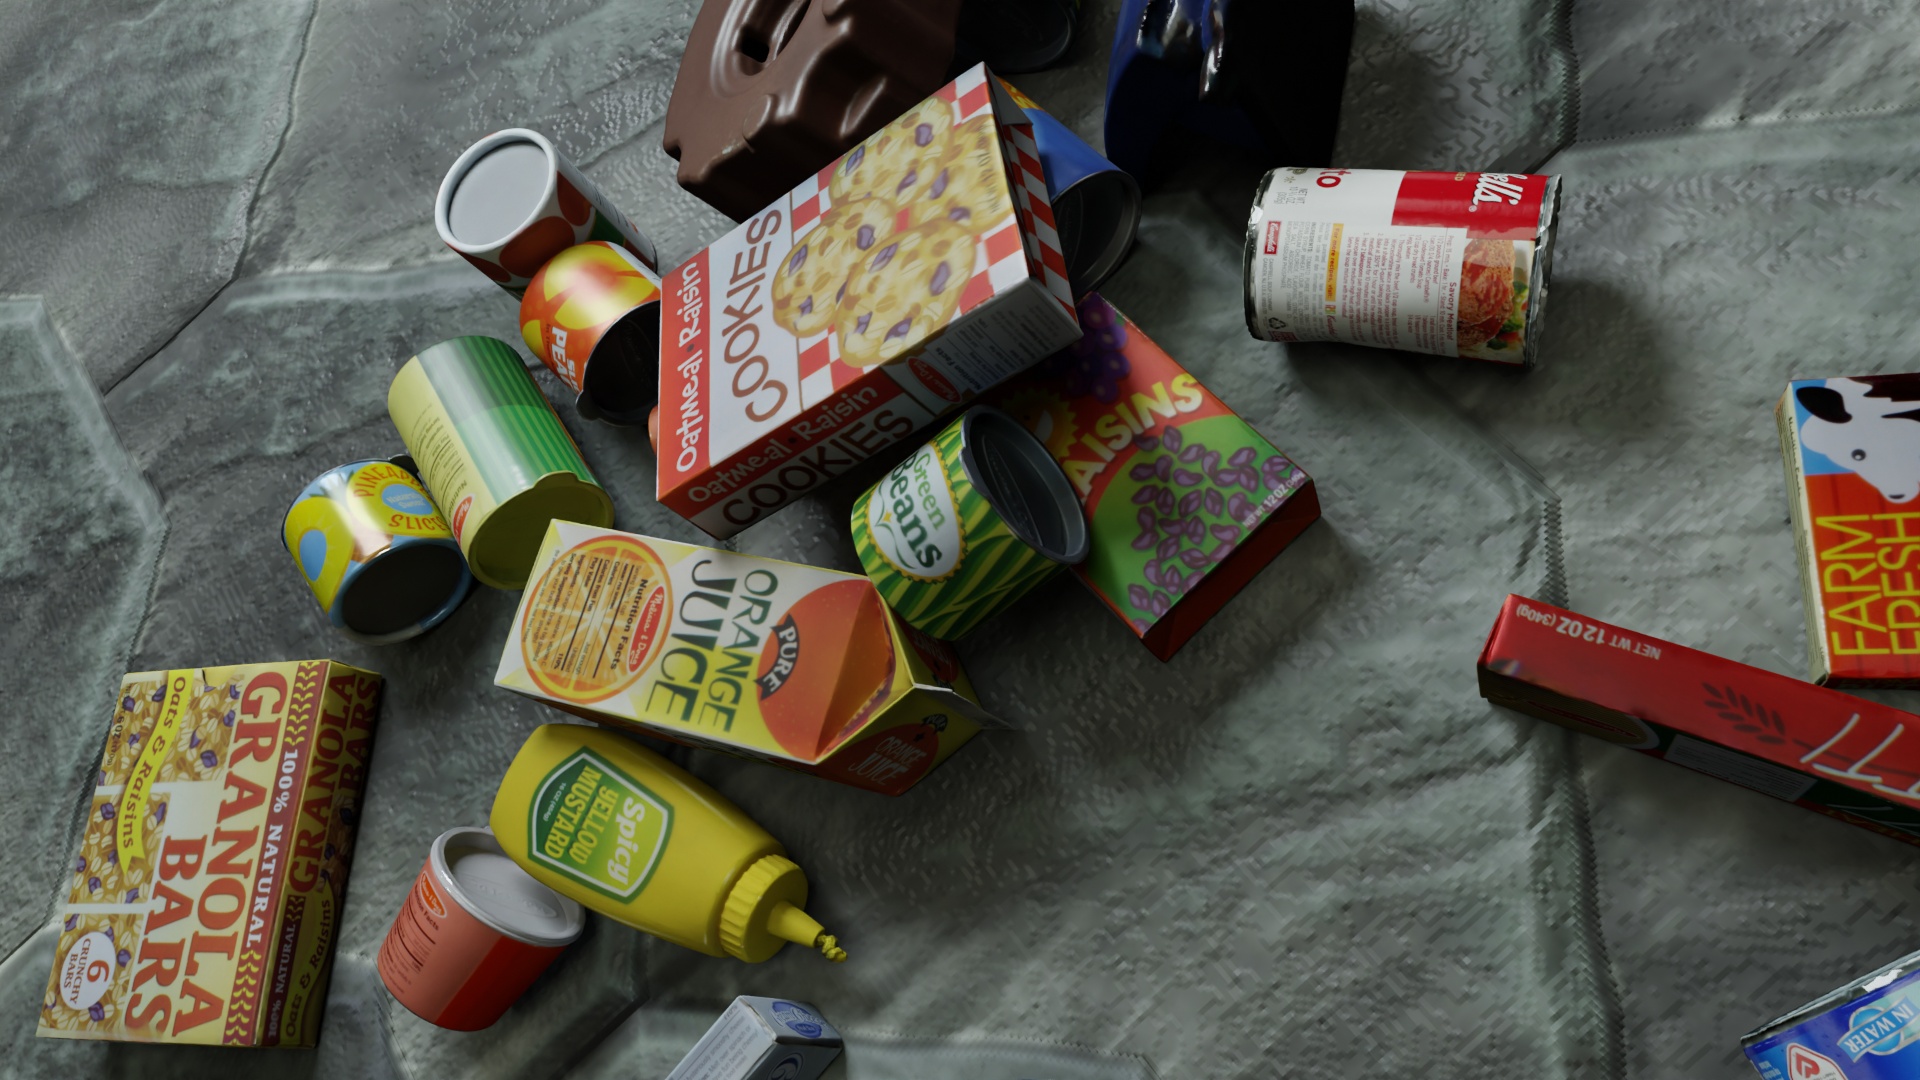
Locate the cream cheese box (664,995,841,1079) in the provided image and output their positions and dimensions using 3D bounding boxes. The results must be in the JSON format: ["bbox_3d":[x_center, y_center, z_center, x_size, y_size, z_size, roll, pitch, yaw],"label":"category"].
[{"bbox_3d":[-0.093,0.210,0.497,0.104,0.053,0.024,-48,60,-2],"label":"cream cheese box"}]

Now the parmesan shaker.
[{"bbox_3d":[-0.208,-0.039,0.628,0.071,0.071,0.103,-39,61,3],"label":"parmesan shaker"}]

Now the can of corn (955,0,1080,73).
[{"bbox_3d":[0.024,-0.256,0.624,0.071,0.071,0.058,1,70,21],"label":"can of corn"}]

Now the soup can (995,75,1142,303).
[{"bbox_3d":[0.022,-0.145,0.582,0.071,0.071,0.084,-44,61,1],"label":"soup can"}]

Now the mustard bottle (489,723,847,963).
[{"bbox_3d":[-0.109,0.123,0.539,0.160,0.048,0.065,20,81,26],"label":"mustard bottle"}]

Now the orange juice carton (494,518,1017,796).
[{"bbox_3d":[-0.077,0.049,0.543,0.193,0.071,0.073,9,74,24],"label":"orange juice carton"}]

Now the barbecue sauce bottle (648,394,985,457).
[{"bbox_3d":[-0.061,-0.063,0.596,0.148,0.043,0.065,-16,54,15],"label":"barbecue sauce bottle"}]

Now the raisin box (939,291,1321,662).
[{"bbox_3d":[0.064,-0.027,0.537,0.086,0.040,0.124,-43,61,2],"label":"raisin box"}]

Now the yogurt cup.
[{"bbox_3d":[-0.192,0.156,0.552,0.072,0.072,0.054,39,96,28],"label":"yogurt cup"}]

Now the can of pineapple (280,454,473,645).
[{"bbox_3d":[-0.265,0.004,0.634,0.071,0.071,0.058,-44,63,0],"label":"can of pineapple"}]

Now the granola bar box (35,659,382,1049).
[{"bbox_3d":[-0.336,0.140,0.625,0.124,0.039,0.166,-5,69,19],"label":"granola bar box"}]

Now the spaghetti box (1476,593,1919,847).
[{"bbox_3d":[0.283,0.072,0.409,0.250,0.050,0.029,19,79,26],"label":"spaghetti box"}]

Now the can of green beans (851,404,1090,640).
[{"bbox_3d":[0.003,-0.006,0.498,0.057,0.071,0.071,-36,60,27],"label":"can of green beans"}]

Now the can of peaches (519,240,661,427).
[{"bbox_3d":[-0.159,-0.093,0.631,0.071,0.071,0.058,-48,61,-2],"label":"can of peaches"}]

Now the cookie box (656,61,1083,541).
[{"bbox_3d":[-0.042,-0.088,0.527,0.167,0.040,0.123,-28,48,23],"label":"cookie box"}]

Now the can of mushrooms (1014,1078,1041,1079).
[{"bbox_3d":[0.027,0.216,0.461,0.071,0.033,0.071,-7,68,18],"label":"can of mushrooms"}]

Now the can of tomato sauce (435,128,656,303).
[{"bbox_3d":[-0.195,-0.141,0.655,0.071,0.083,0.071,-7,68,18],"label":"can of tomato sauce"}]

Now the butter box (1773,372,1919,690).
[{"bbox_3d":[0.299,-0.003,0.446,0.053,0.024,0.104,-3,69,21],"label":"butter box"}]
